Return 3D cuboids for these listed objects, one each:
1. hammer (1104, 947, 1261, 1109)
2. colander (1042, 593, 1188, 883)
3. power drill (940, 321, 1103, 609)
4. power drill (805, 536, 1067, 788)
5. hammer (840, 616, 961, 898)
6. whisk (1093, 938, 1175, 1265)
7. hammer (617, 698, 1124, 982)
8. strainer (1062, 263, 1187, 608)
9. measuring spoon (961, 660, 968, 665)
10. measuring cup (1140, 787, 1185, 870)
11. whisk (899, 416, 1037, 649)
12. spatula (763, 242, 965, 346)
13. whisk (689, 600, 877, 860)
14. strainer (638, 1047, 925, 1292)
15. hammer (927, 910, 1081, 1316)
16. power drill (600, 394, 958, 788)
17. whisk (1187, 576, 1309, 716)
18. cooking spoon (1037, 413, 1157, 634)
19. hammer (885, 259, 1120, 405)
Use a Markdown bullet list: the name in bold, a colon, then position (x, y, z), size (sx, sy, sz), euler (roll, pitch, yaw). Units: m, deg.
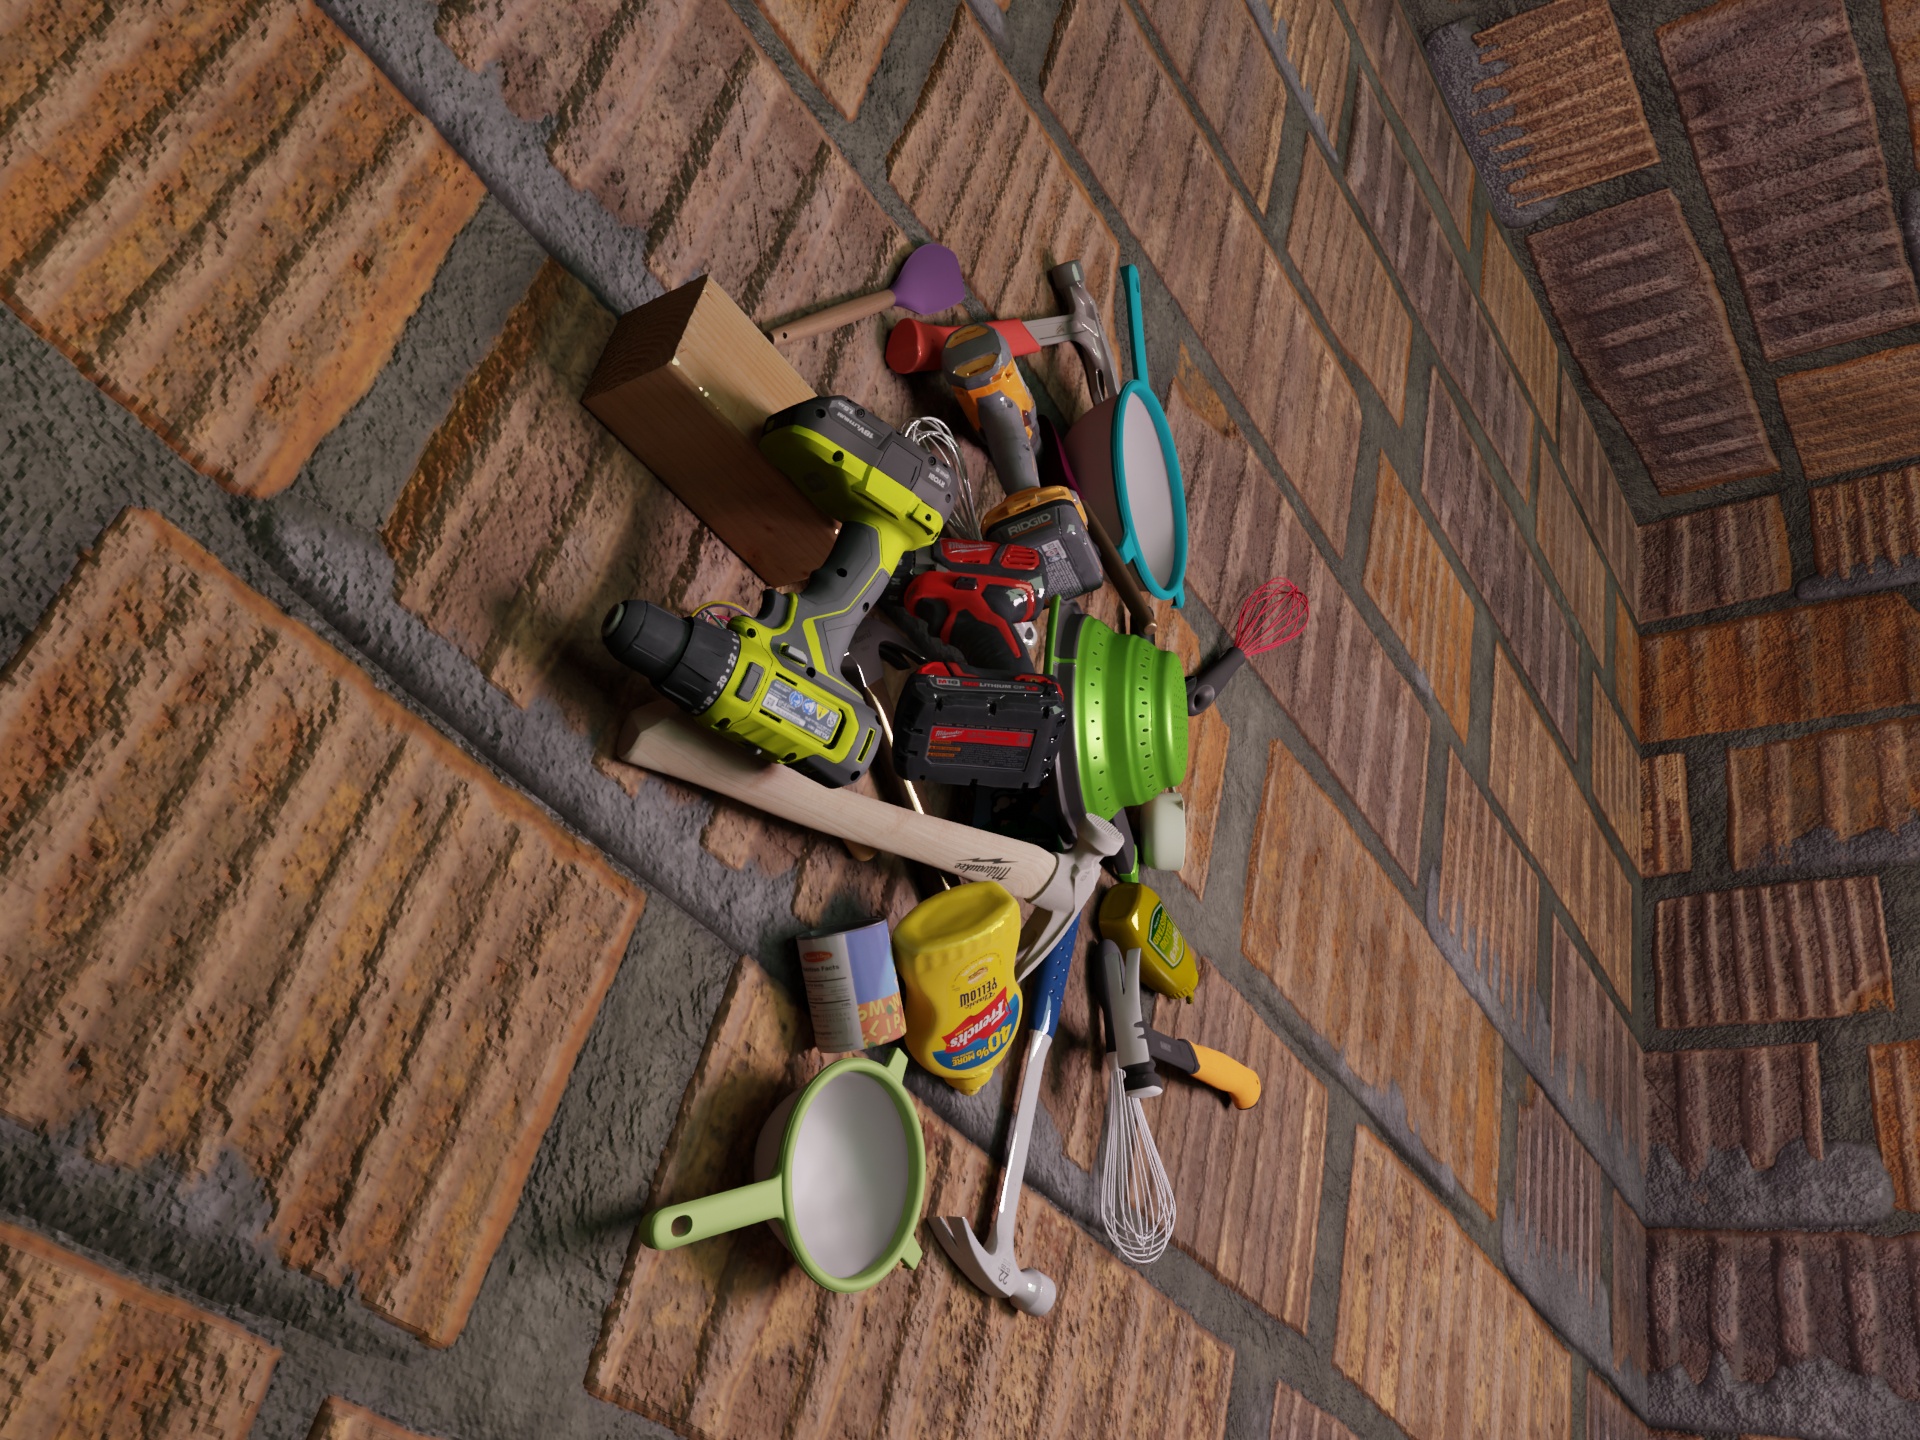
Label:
- **hammer**: position (0.217, 0.312, 1.495), size (0.336, 0.034, 0.127), euler (37, 41, -56)
- **colander**: position (0.154, 0.043, 1.369), size (0.396, 0.094, 0.205), euler (66, 26, -55)
- **power drill**: position (0.055, -0.207, 1.373), size (0.185, 0.084, 0.226), euler (52, 20, -62)
- **power drill**: position (-0.019, -0.058, 1.166), size (0.227, 0.188, 0.080), euler (-98, -163, -48)
- **hammer**: position (-0.033, 0.075, 1.260), size (0.130, 0.031, 0.331), euler (-36, 110, -52)
- **whisk**: position (0.145, 0.336, 1.418), size (0.070, 0.070, 0.285), euler (18, 61, -51)
- **hammer**: position (-0.065, 0.082, 1.147), size (0.410, 0.146, 0.038), euler (23, 17, -35)
- **strainer**: position (0.143, -0.278, 1.550), size (0.210, 0.095, 0.340), euler (22, 62, -64)
- **measuring spoon**: position (-0.002, -0.004, 1.320), size (0.124, 0.018, 0.034), euler (-79, 153, -48)
- **measuring cup**: position (0.193, 0.076, 1.572), size (0.083, 0.038, 0.168), euler (90, -2, -46)
- **whisk**: position (0.011, -0.158, 1.380), size (0.058, 0.059, 0.246), euler (-50, 127, -30)
- **spatula**: position (-0.074, -0.354, 1.341), size (0.316, 0.018, 0.059), euler (-41, 122, -52)
- **whisk**: position (-0.126, 0.012, 1.148), size (0.047, 0.051, 0.244), euler (-47, 124, -26)
- **strainer**: position (-0.124, 0.303, 1.032), size (0.256, 0.069, 0.151), euler (3, 80, -53)
- **hammer**: position (0.063, 0.272, 1.332), size (0.143, 0.035, 0.406), euler (44, 47, -39)
- **power drill**: position (-0.111, -0.092, 1.035), size (0.190, 0.080, 0.228), euler (30, 73, -27)
- **whisk**: position (0.316, -0.082, 1.778), size (0.296, 0.073, 0.073), euler (-42, 114, -44)
- **cooking spoon**: position (0.113, -0.175, 1.406), size (0.319, 0.017, 0.068), euler (-112, -158, -46)
- **hammer**: position (0.045, -0.349, 1.493), size (0.359, 0.037, 0.149), euler (-28, 103, -54)
